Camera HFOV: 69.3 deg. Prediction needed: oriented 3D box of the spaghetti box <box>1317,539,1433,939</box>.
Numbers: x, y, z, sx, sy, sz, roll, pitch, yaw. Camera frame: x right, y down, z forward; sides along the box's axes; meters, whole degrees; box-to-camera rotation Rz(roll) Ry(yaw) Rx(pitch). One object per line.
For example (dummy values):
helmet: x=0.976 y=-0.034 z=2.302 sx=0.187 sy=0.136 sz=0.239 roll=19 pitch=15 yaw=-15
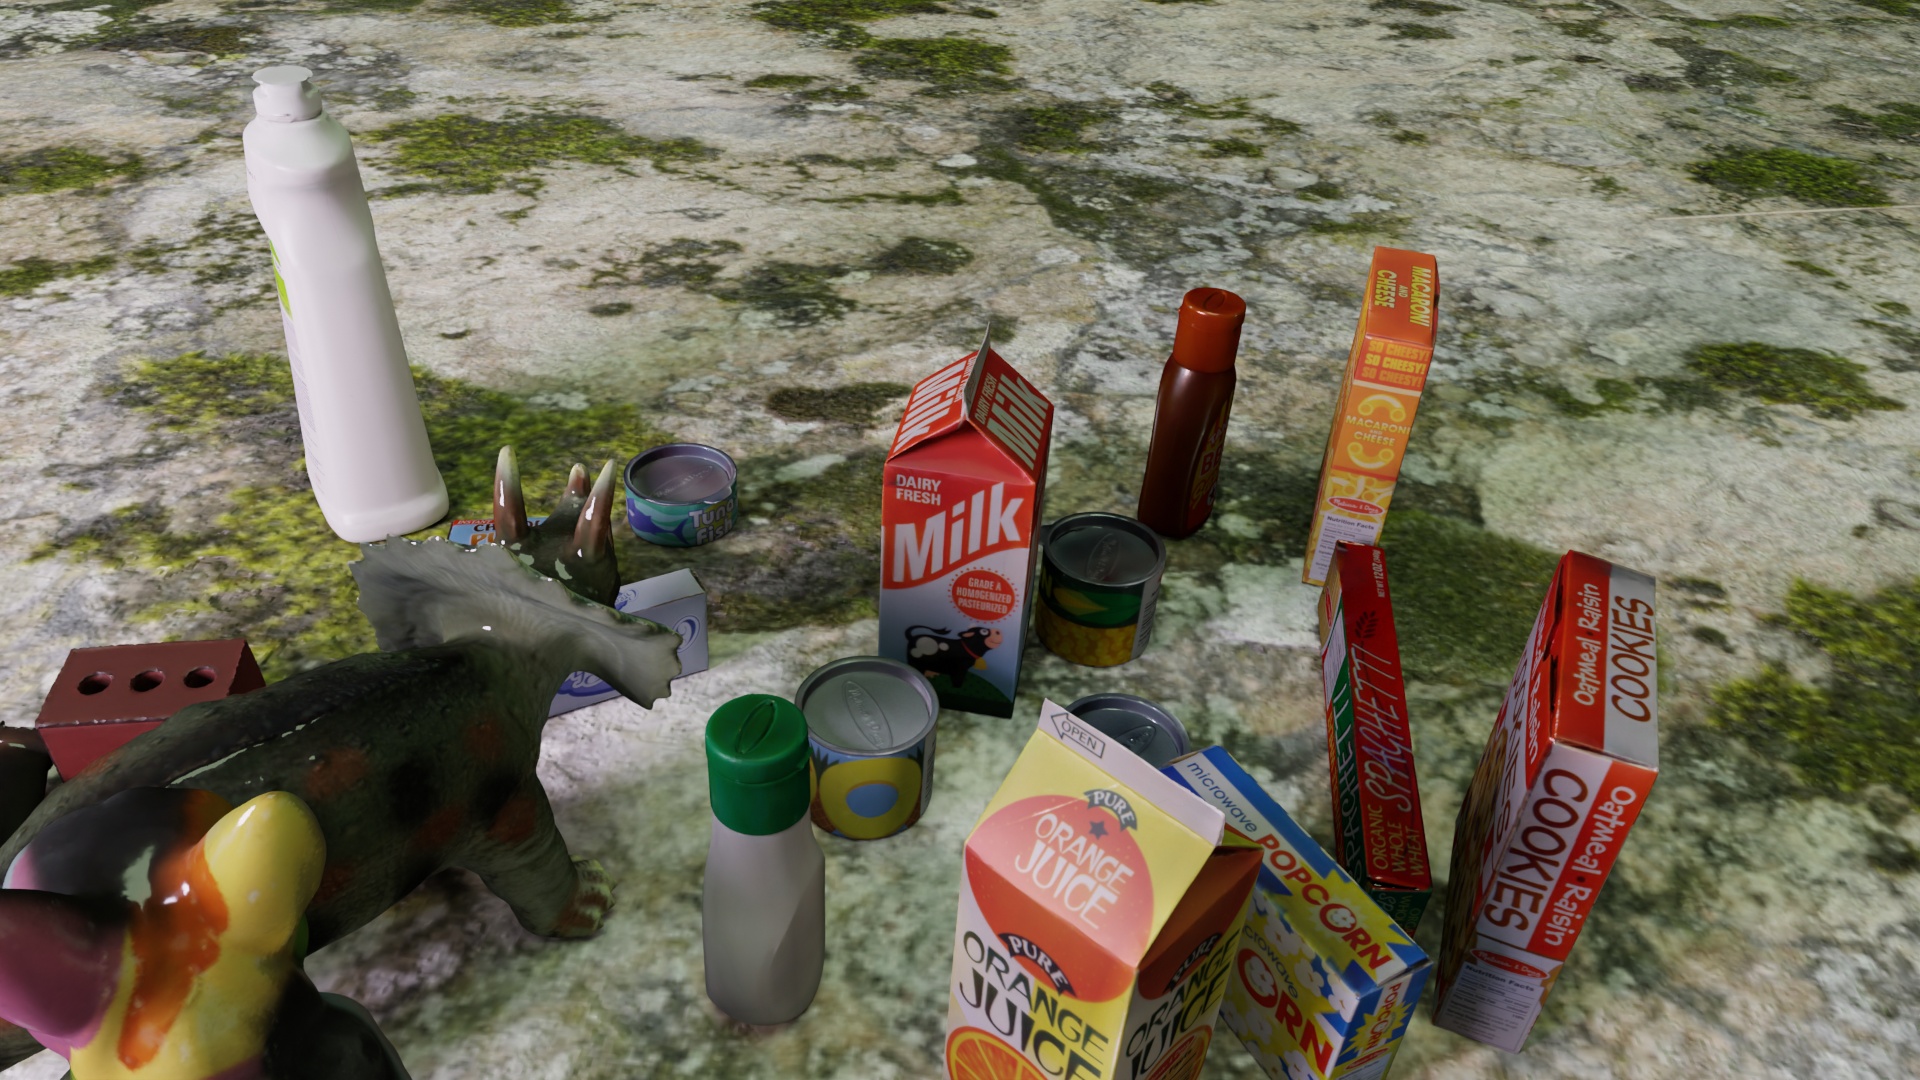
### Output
spaghetti box: x=0.200 y=0.092 z=0.687 sx=0.029 sy=0.049 sz=0.251 roll=8 pitch=36 yaw=5

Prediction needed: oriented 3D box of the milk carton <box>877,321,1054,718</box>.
milk carton: x=0.002 y=-0.009 z=0.685 sx=0.073 sy=0.189 sz=0.073 roll=9 pitch=36 yaw=6

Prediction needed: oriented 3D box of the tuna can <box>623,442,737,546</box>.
tuna can: x=-0.164 y=-0.026 z=0.824 sx=0.071 sy=0.032 sz=0.071 roll=3 pitch=36 yaw=-2

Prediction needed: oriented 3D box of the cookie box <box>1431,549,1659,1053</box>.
cookie box: x=0.239 y=0.107 z=0.573 sx=0.040 sy=0.166 sz=0.123 roll=16 pitch=37 yaw=15

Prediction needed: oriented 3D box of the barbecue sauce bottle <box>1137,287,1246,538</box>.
barbecue sauce bottle: x=0.139 y=-0.077 z=0.828 sx=0.044 sy=0.147 sz=0.065 roll=20 pitch=39 yaw=20

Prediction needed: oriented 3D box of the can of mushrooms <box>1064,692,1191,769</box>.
can of mushrooms: x=0.077 y=0.108 z=0.666 sx=0.071 sy=0.033 sz=0.071 roll=3 pitch=36 yaw=-2

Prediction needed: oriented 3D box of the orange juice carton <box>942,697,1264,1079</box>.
orange juice carton: x=0.047 y=0.142 z=0.482 sx=0.072 sy=0.191 sz=0.073 roll=31 pitch=44 yaw=32

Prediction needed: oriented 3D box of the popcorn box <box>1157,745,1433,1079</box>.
popcorn box: x=0.123 y=0.156 z=0.562 sx=0.038 sy=0.084 sz=0.127 roll=-16 pitch=41 yaw=-26

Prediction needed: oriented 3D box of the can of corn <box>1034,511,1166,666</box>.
can of corn: x=0.073 y=0.026 z=0.757 sx=0.071 sy=0.058 sz=0.071 roll=3 pitch=36 yaw=-2

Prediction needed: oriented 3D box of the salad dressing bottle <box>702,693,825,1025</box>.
salad dressing bottle: x=-0.076 y=0.124 z=0.532 sx=0.044 sy=0.146 sz=0.064 roll=13 pitch=37 yaw=12

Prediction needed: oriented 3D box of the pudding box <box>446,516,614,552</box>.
pudding box: x=-0.230 y=0.014 z=0.748 sx=0.084 sy=0.049 sz=0.030 roll=-2 pitch=36 yaw=-8

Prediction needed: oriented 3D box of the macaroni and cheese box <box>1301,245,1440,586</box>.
macaroni and cheese box: x=0.242 y=-0.071 z=0.817 sx=0.040 sy=0.165 sz=0.124 roll=13 pitch=37 yaw=11

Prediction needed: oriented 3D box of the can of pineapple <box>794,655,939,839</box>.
can of pineapple: x=-0.046 y=0.096 z=0.648 sx=0.071 sy=0.057 sz=0.071 roll=3 pitch=36 yaw=-2

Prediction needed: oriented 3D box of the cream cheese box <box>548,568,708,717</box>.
cream cheese box: x=-0.178 y=0.053 z=0.697 sx=0.104 sy=0.053 sz=0.024 roll=-16 pitch=41 yaw=-26
